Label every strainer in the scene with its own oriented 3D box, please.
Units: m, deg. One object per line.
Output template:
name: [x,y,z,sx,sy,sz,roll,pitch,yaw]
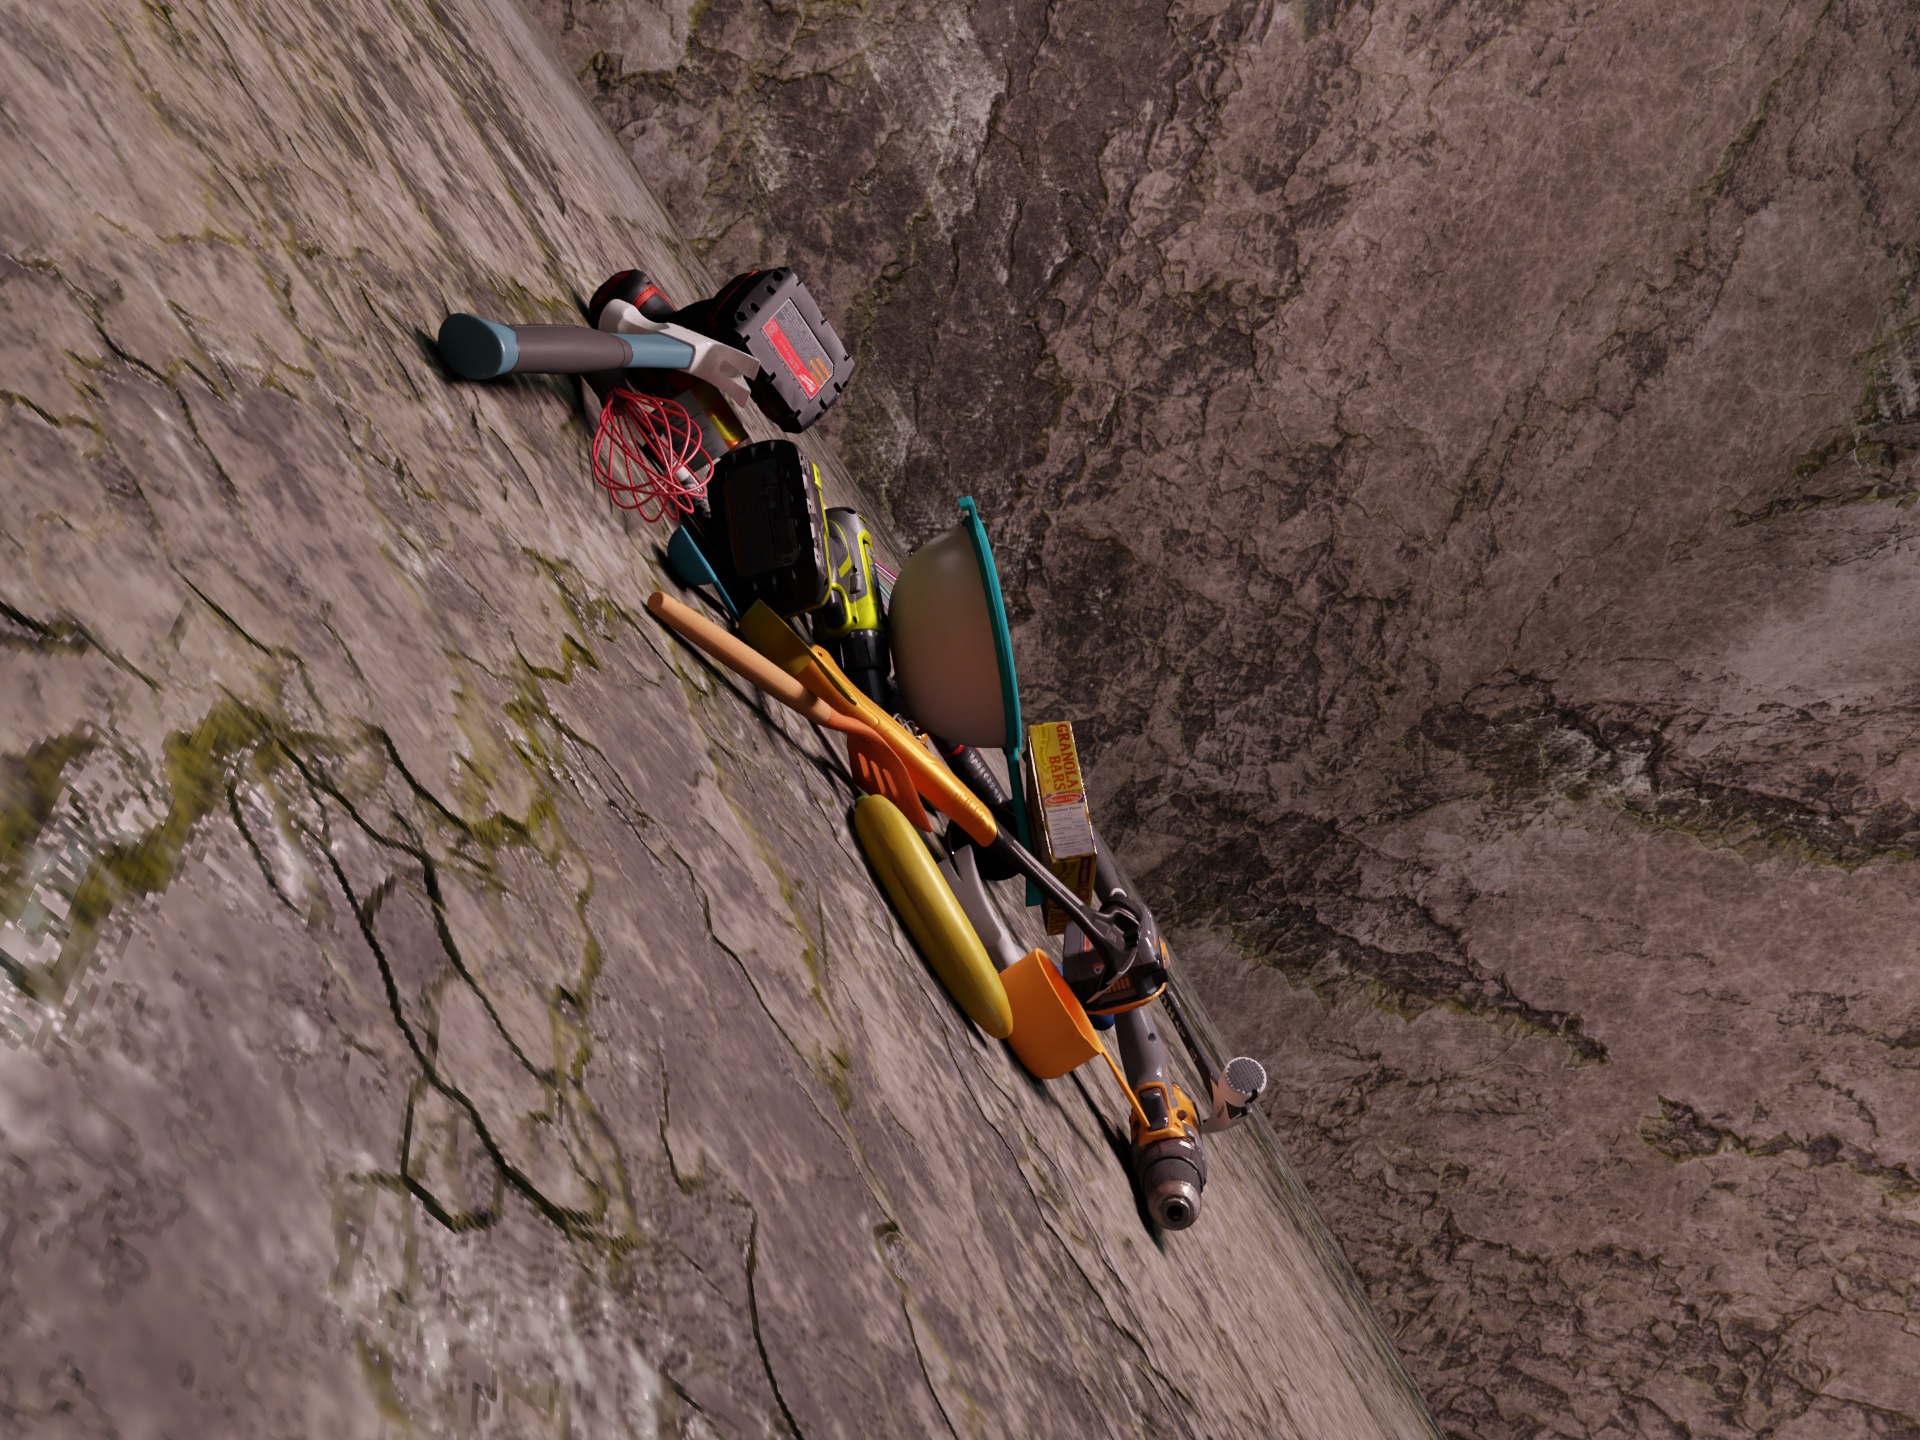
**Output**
strainer: [-0.002,-0.004,1.350,0.211,0.095,0.340,94,-13,-76]

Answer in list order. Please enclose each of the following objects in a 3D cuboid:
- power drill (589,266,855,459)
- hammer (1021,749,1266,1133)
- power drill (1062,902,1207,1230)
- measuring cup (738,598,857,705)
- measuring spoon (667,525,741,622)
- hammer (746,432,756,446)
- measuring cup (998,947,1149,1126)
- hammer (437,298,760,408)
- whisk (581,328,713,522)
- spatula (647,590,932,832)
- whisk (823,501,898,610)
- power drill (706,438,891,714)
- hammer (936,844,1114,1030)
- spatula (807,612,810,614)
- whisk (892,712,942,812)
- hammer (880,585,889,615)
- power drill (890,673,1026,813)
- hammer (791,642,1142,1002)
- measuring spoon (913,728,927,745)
power drill: [-0.193,-0.291,1.328,0.227,0.080,0.187,13,-32,45]
hammer: [0.152,0.185,1.442,0.149,0.036,0.409,99,-31,-55]
power drill: [0.146,0.279,1.271,0.185,0.084,0.226,-64,138,-79]
measuring cup: [-0.109,-0.036,1.065,0.062,0.029,0.157,47,-2,-35]
measuring spoon: [-0.172,-0.089,1.069,0.042,0.021,0.128,57,-5,20]
hammer: [-0.184,-0.194,1.482,0.149,0.036,0.359,56,4,-11]
measuring cup: [0.079,0.247,1.163,0.173,0.052,0.095,57,4,-22]
hammer: [-0.217,-0.223,0.955,0.128,0.033,0.331,23,16,6]
whisk: [-0.222,-0.205,1.050,0.073,0.073,0.296,53,1,-38]
spatula: [-0.107,-0.005,1.031,0.081,0.041,0.322,30,-4,34]
whisk: [-0.103,-0.168,1.595,0.245,0.047,0.051,50,19,-14]
power drill: [-0.113,-0.103,1.254,0.228,0.080,0.191,46,31,-68]
hammer: [0.076,0.219,1.404,0.144,0.035,0.405,60,5,25]
spatula: [-0.126,-0.127,1.572,0.317,0.044,0.082,-2,95,-88]
whisk: [-0.035,0.046,1.371,0.246,0.058,0.059,56,37,-73]
hammer: [-0.046,-0.050,1.702,0.386,0.038,0.143,62,2,-10]
power drill: [0.003,0.041,1.552,0.220,0.078,0.143,58,5,9]
hammer: [-0.001,0.067,1.173,0.337,0.034,0.127,42,21,-2]
measuring spoon: [-0.039,0.026,1.638,0.021,0.011,0.117,56,5,-10]
